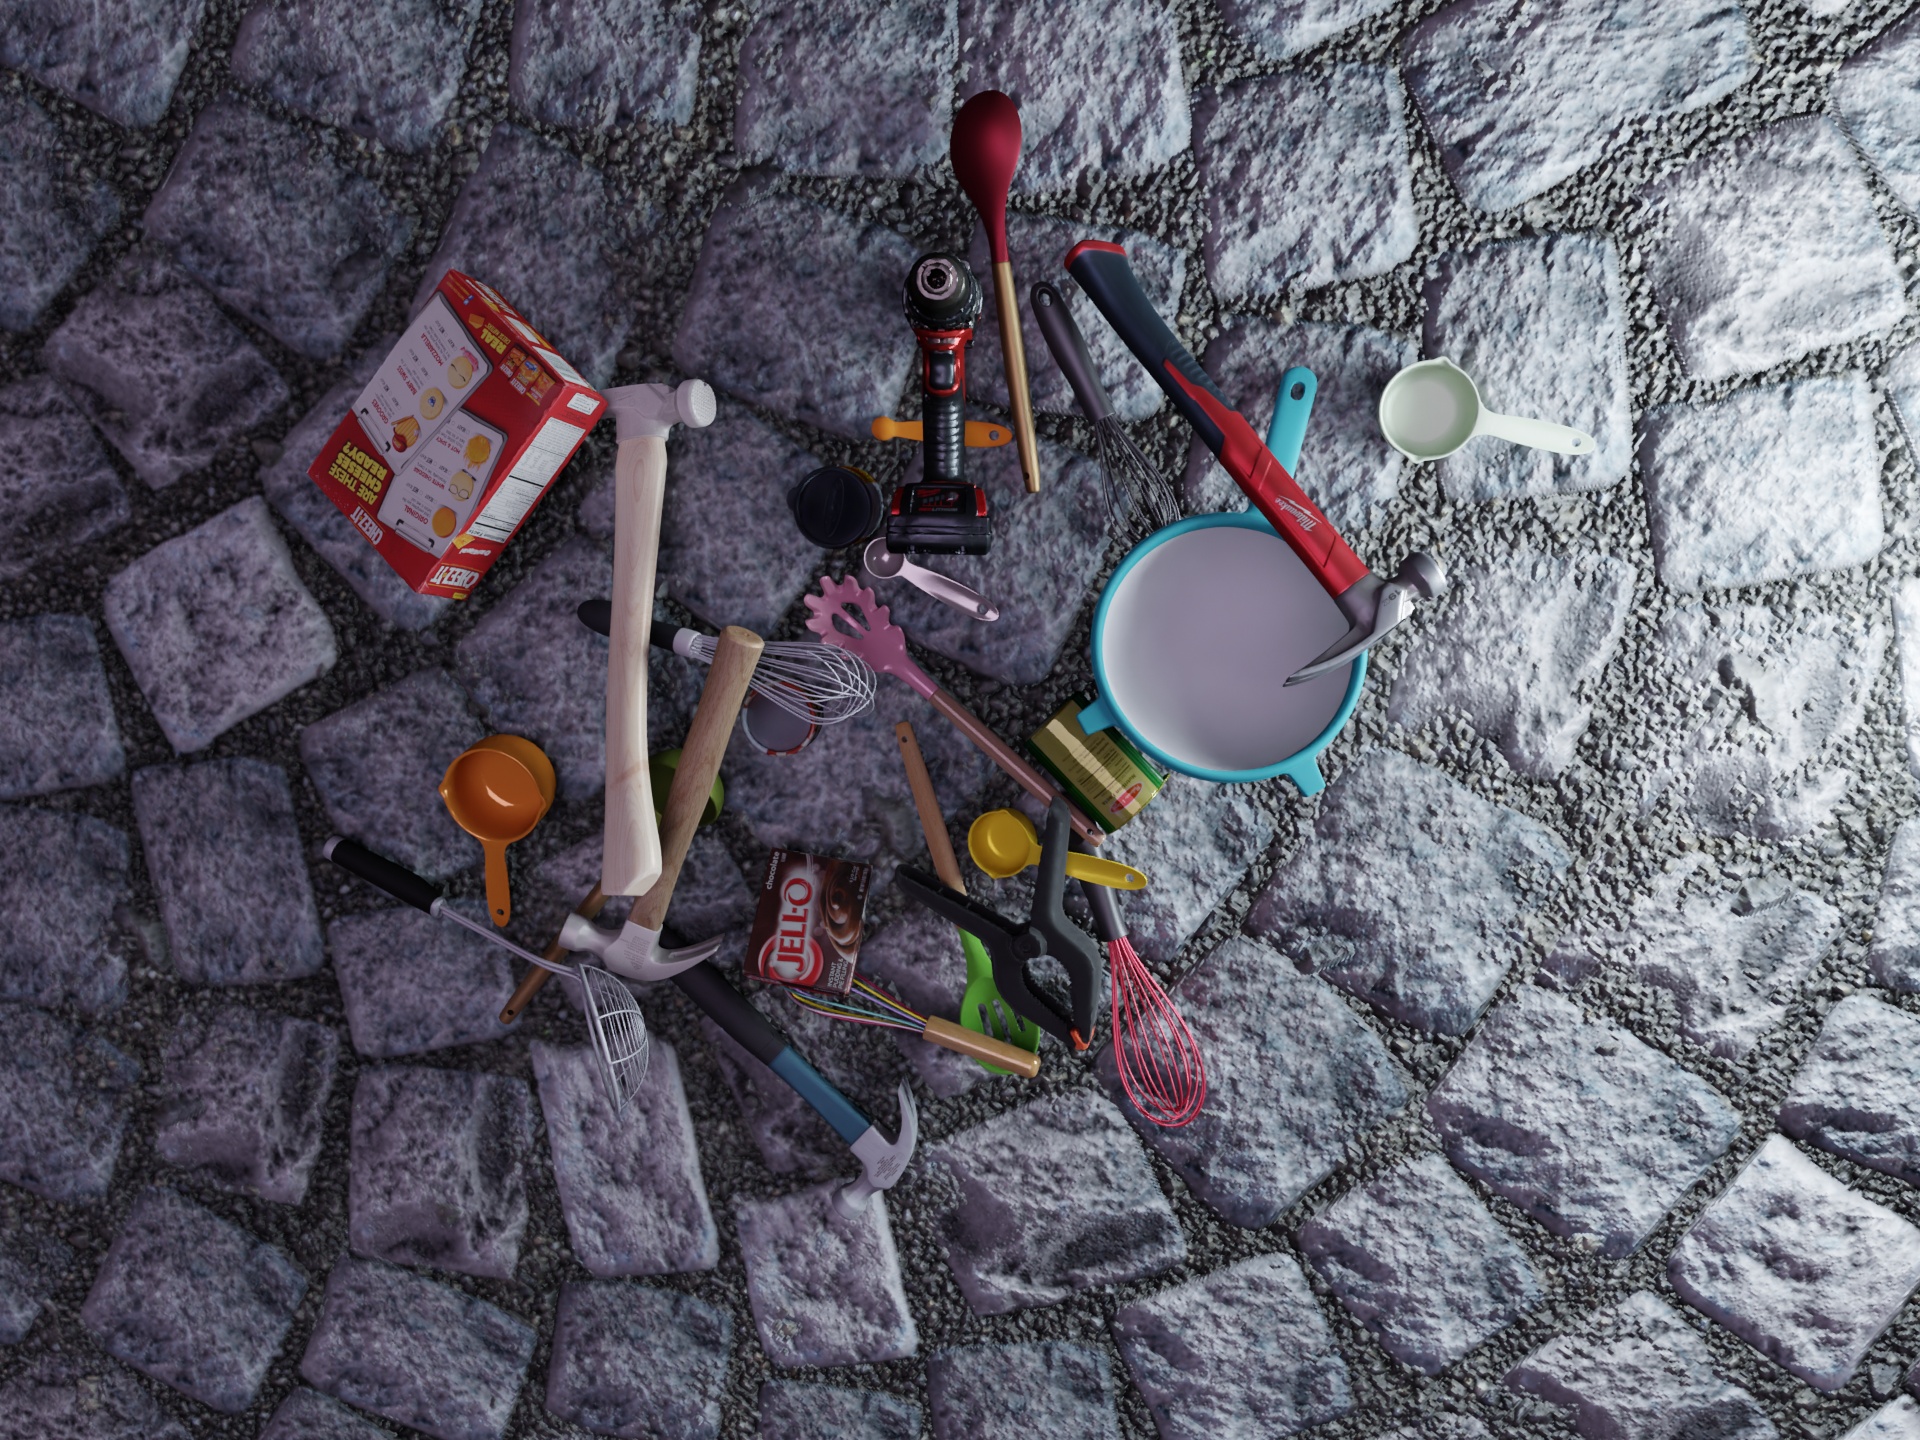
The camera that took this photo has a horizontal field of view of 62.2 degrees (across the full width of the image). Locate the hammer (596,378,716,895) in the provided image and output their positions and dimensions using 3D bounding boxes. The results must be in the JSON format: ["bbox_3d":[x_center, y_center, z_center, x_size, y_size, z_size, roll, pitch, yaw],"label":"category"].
[{"bbox_3d":[-0.272,-0.066,1.273,0.146,0.038,0.411,-3,82,24],"label":"hammer"}]

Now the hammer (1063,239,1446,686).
[{"bbox_3d":[0.193,-0.209,1.218,0.143,0.038,0.386,-36,79,-5],"label":"hammer"}]

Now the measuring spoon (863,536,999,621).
[{"bbox_3d":[-0.023,-0.115,1.324,0.124,0.018,0.034,28,101,-5],"label":"measuring spoon"}]

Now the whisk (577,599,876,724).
[{"bbox_3d":[-0.197,-0.055,1.312,0.285,0.070,0.070,17,101,20],"label":"whisk"}]

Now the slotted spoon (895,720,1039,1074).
[{"bbox_3d":[-0.001,0.150,1.355,0.070,0.031,0.314,-17,95,13],"label":"slotted spoon"}]

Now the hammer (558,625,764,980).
[{"bbox_3d":[-0.225,0.074,1.304,0.130,0.031,0.331,22,112,-2],"label":"hammer"}]

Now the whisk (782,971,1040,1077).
[{"bbox_3d":[-0.048,0.251,1.352,0.245,0.051,0.047,18,92,12],"label":"whisk"}]

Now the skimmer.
[{"bbox_3d":[-0.416,0.208,1.359,0.363,0.090,0.127,26,143,13],"label":"skimmer"}]

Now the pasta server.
[{"bbox_3d":[-0.002,-0.004,1.312,0.316,0.040,0.060,42,90,4],"label":"pasta server"}]

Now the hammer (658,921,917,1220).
[{"bbox_3d":[-0.171,0.284,1.393,0.331,0.033,0.128,43,102,-1],"label":"hammer"}]

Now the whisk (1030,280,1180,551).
[{"bbox_3d":[0.111,-0.241,1.272,0.055,0.055,0.239,-25,91,10],"label":"whisk"}]

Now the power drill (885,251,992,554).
[{"bbox_3d":[-0.015,-0.240,1.208,0.080,0.188,0.226,1,97,1],"label":"power drill"}]

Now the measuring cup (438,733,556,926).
[{"bbox_3d":[-0.395,0.094,1.384,0.095,0.052,0.173,7,114,6],"label":"measuring cup"}]

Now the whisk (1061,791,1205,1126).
[{"bbox_3d":[0.137,0.200,1.333,0.073,0.073,0.296,-19,90,9],"label":"whisk"}]

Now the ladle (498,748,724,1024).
[{"bbox_3d":[-0.313,0.152,1.378,0.078,0.062,0.320,37,104,-8],"label":"ladle"}]

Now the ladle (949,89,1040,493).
[{"bbox_3d":[0.035,-0.338,1.269,0.069,0.031,0.315,0,105,38],"label":"ladle"}]

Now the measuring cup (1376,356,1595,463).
[{"bbox_3d":[0.407,-0.232,1.241,0.167,0.038,0.083,13,100,3],"label":"measuring cup"}]

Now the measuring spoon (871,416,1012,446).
[{"bbox_3d":[-0.016,-0.236,1.302,0.117,0.011,0.021,5,100,6],"label":"measuring spoon"}]

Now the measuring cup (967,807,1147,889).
[{"bbox_3d":[0.083,0.112,1.320,0.156,0.029,0.062,14,106,19],"label":"measuring cup"}]

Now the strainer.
[{"bbox_3d":[0.223,-0.111,1.265,0.211,0.095,0.340,16,80,4],"label":"strainer"}]
